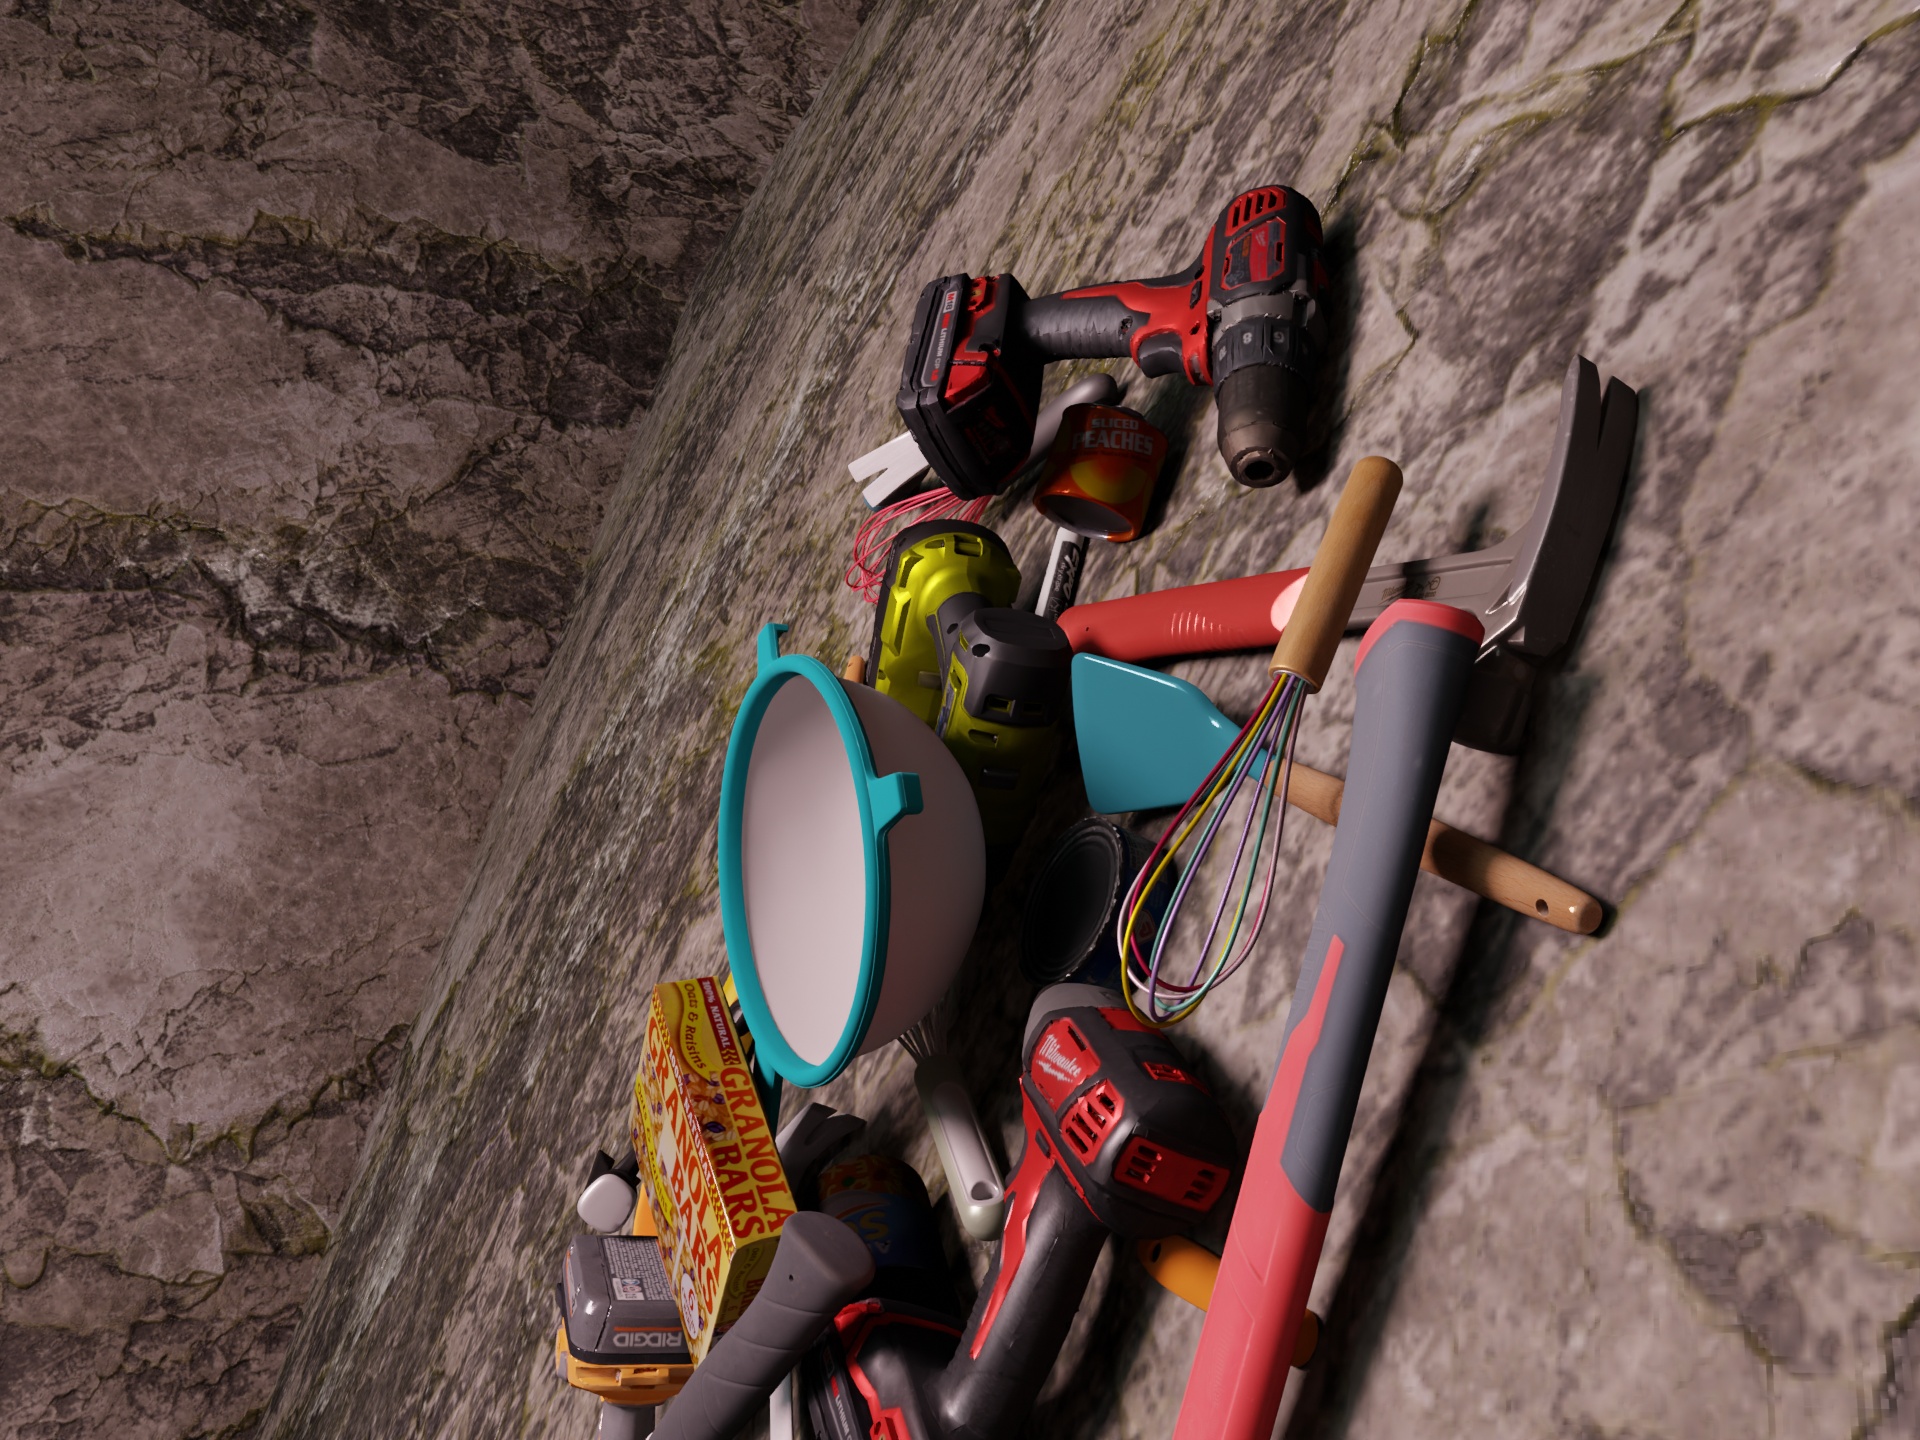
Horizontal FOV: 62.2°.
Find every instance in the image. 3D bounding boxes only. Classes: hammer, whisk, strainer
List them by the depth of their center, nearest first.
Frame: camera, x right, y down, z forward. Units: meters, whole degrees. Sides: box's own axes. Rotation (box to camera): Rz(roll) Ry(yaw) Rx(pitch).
[{"bbox_3d":[0.117,0.147,0.513,0.143,0.038,0.386,3,75,65],"label":"hammer"},{"bbox_3d":[0.117,0.002,0.602,0.245,0.047,0.051,-64,8,-16],"label":"whisk"},{"bbox_3d":[0.144,-0.059,0.726,0.359,0.036,0.149,-1,66,66],"label":"hammer"},{"bbox_3d":[-0.145,0.358,0.731,0.408,0.036,0.149,-56,50,29],"label":"hammer"},{"bbox_3d":[-0.088,0.370,0.801,0.144,0.035,0.406,-55,23,24],"label":"hammer"},{"bbox_3d":[-0.057,0.131,0.824,0.211,0.095,0.340,45,131,54],"label":"strainer"},{"bbox_3d":[-0.014,0.177,0.829,0.247,0.058,0.059,-119,22,-59],"label":"whisk"},{"bbox_3d":[-0.121,0.165,1.000,0.337,0.034,0.127,-52,4,-8],"label":"hammer"},{"bbox_3d":[0.010,-0.160,1.127,0.296,0.073,0.073,-34,37,45],"label":"whisk"},{"bbox_3d":[-0.034,-0.194,1.206,0.128,0.033,0.331,-31,6,-8],"label":"hammer"}]

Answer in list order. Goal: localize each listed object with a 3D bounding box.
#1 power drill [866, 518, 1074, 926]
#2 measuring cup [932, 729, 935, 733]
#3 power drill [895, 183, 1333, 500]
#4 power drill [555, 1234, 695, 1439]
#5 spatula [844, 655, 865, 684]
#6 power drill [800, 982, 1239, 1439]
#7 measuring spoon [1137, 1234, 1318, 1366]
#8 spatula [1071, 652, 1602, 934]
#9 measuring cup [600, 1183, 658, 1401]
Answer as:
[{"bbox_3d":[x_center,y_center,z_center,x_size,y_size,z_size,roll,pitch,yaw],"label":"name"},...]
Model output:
[{"bbox_3d":[-0.001,-0.003,0.928,0.229,0.080,0.190,-108,28,-60],"label":"power drill"},{"bbox_3d":[-0.073,0.027,1.112,0.156,0.029,0.062,-24,39,43],"label":"measuring cup"},{"bbox_3d":[0.084,-0.184,0.845,0.227,0.080,0.188,-9,52,25],"label":"power drill"},{"bbox_3d":[-0.198,0.415,0.910,0.185,0.084,0.226,-173,90,-73],"label":"power drill"},{"bbox_3d":[-0.086,0.051,1.150,0.081,0.041,0.323,-27,29,20],"label":"spatula"},{"bbox_3d":[0.022,0.214,0.651,0.219,0.078,0.143,-62,21,9],"label":"power drill"},{"bbox_3d":[0.093,0.209,0.585,0.117,0.011,0.021,0,67,67],"label":"measuring spoon"},{"bbox_3d":[0.133,0.033,0.640,0.318,0.044,0.082,-151,50,-66],"label":"spatula"},{"bbox_3d":[-0.182,0.352,1.024,0.095,0.052,0.174,-23,48,60],"label":"measuring cup"}]
